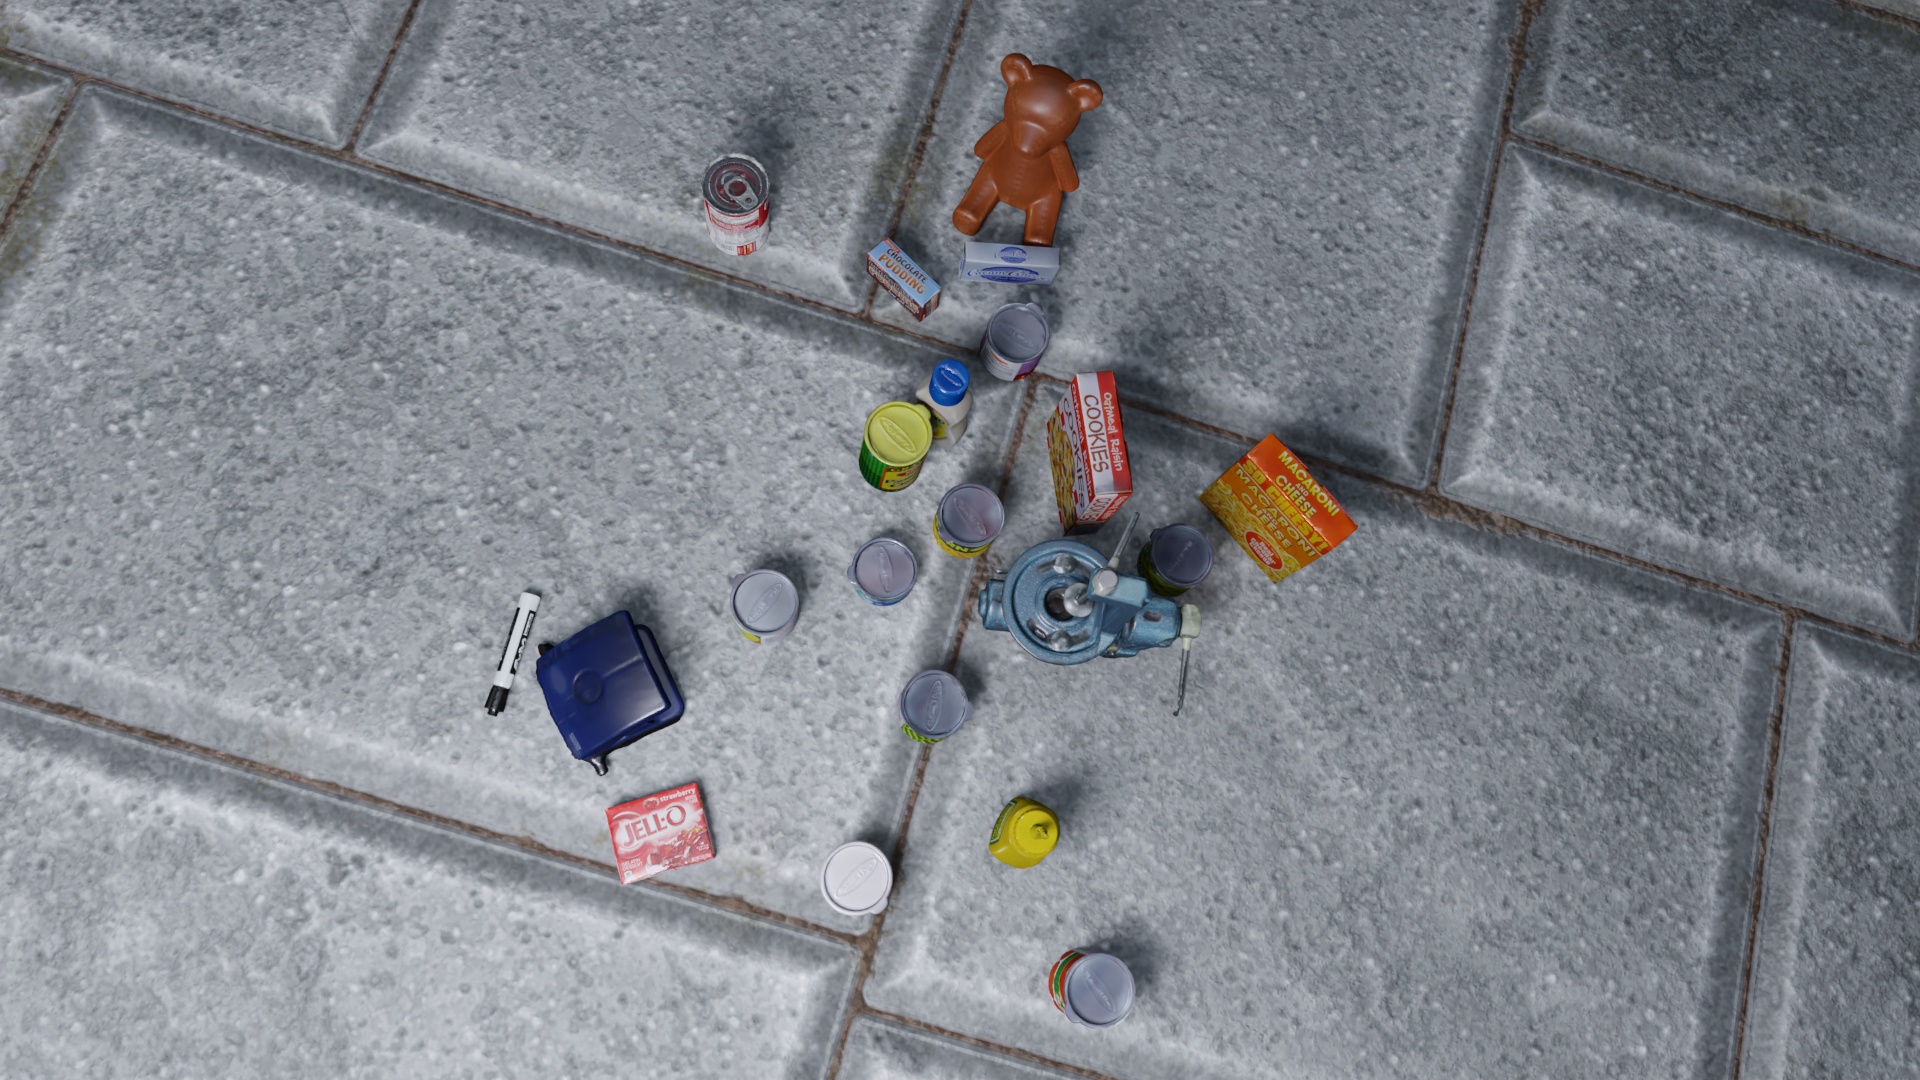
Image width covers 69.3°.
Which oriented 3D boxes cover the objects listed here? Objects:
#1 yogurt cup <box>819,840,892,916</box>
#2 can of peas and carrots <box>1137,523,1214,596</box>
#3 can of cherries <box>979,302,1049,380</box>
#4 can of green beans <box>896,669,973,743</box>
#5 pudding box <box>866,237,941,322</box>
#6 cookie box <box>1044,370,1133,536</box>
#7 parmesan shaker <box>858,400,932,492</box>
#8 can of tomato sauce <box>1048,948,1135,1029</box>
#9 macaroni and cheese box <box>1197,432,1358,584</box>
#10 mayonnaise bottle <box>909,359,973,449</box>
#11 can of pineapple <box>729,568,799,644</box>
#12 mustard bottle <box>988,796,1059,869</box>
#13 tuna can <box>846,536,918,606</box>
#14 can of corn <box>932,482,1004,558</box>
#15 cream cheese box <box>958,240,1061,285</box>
[{"bbox_3d":[-0.099,0.317,1.307,0.072,0.053,0.072,2,76,-7],"label":"yogurt cup"},{"bbox_3d":[0.217,0.020,1.419,0.071,0.058,0.071,2,76,-7],"label":"can of peas and carrots"},{"bbox_3d":[0.058,-0.209,1.456,0.071,0.058,0.071,2,76,-7],"label":"can of cherries"},{"bbox_3d":[-0.028,0.163,1.353,0.071,0.057,0.071,2,76,-7],"label":"can of green beans"},{"bbox_3d":[-0.060,-0.274,1.462,0.084,0.049,0.030,45,76,5],"label":"pudding box"},{"bbox_3d":[0.126,-0.083,1.377,0.040,0.167,0.123,-6,77,-9],"label":"cookie box"},{"bbox_3d":[-0.064,-0.093,1.388,0.071,0.103,0.071,2,76,-7],"label":"parmesan shaker"},{"bbox_3d":[0.120,0.418,1.295,0.071,0.083,0.071,2,76,-7],"label":"can of tomato sauce"},{"bbox_3d":[0.313,-0.030,1.388,0.040,0.166,0.124,-40,84,-14],"label":"macaroni and cheese box"},{"bbox_3d":[-0.018,-0.138,1.382,0.065,0.147,0.041,37,75,2],"label":"mayonnaise bottle"},{"bbox_3d":[-0.192,0.064,1.356,0.071,0.057,0.071,2,76,-7],"label":"can of pineapple"},{"bbox_3d":[0.063,0.269,1.285,0.049,0.160,0.065,27,75,0],"label":"mustard bottle"},{"bbox_3d":[-0.079,0.032,1.391,0.071,0.032,0.071,2,76,-7],"label":"tuna can"},{"bbox_3d":[0.005,-0.018,1.401,0.071,0.058,0.071,2,76,-7],"label":"can of corn"},{"bbox_3d":[0.052,-0.294,1.479,0.104,0.053,0.024,3,76,-7],"label":"cream cheese box"}]
